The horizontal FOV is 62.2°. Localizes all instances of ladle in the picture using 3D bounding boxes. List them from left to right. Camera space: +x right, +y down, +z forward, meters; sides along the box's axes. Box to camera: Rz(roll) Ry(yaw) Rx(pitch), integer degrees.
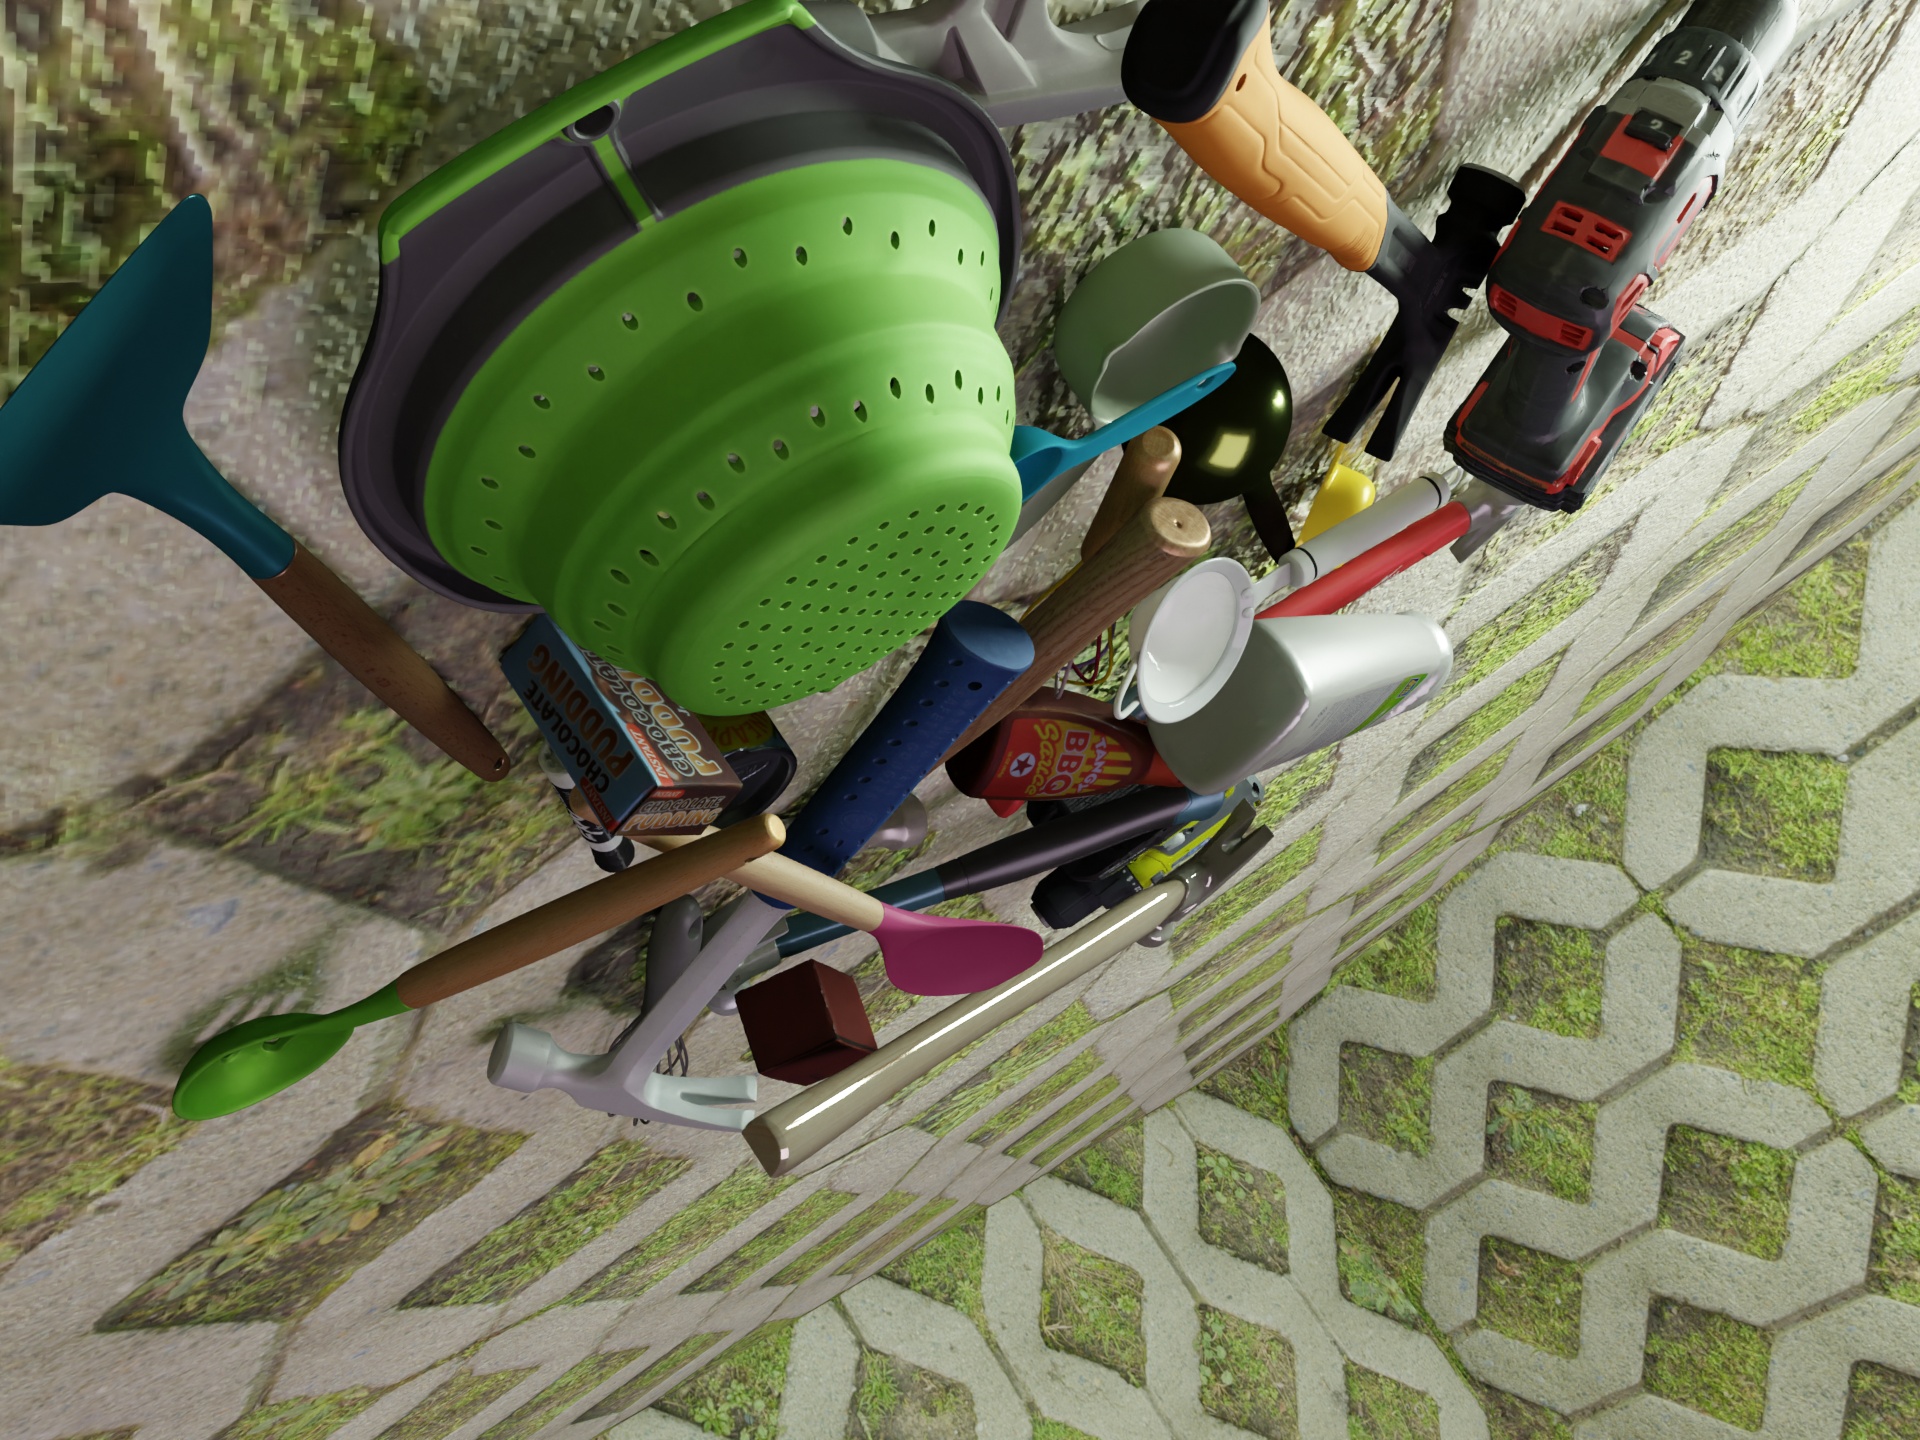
[{"bbox_3d":[0.140,-0.116,0.790,0.078,0.062,0.320,-51,165,7],"label":"ladle"}]

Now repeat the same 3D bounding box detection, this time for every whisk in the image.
[{"bbox_3d":[-0.173,0.167,0.906,0.055,0.055,0.238,-22,151,-32],"label":"whisk"},{"bbox_3d":[0.065,-0.066,0.724,0.051,0.047,0.245,-34,168,-17],"label":"whisk"}]

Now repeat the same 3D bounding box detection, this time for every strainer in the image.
[{"bbox_3d":[0.162,-0.073,0.800,0.258,0.050,0.086,-29,134,-22],"label":"strainer"}]

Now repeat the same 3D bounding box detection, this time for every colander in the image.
[{"bbox_3d":[-0.046,-0.046,0.511,0.204,0.094,0.397,-31,165,-5],"label":"colander"}]

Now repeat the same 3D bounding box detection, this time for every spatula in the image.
[{"bbox_3d":[-0.180,-0.030,0.458,0.082,0.044,0.317,-59,167,-15],"label":"spatula"}]

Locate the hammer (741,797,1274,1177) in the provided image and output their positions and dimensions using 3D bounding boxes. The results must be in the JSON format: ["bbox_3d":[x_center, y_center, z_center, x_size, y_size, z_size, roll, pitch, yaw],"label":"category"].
[{"bbox_3d":[0.038,0.159,0.963,0.410,0.038,0.146,-23,159,-44],"label":"hammer"}]

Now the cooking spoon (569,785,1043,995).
[{"bbox_3d":[-0.053,0.077,0.684,0.069,0.017,0.318,-32,147,18],"label":"cooking spoon"}]

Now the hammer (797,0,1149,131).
[{"bbox_3d":[0.058,-0.273,0.306,0.149,0.037,0.358,-23,157,-31],"label":"hammer"}]

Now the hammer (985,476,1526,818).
[{"bbox_3d":[0.180,-0.048,0.980,0.386,0.038,0.143,-30,170,-8],"label":"hammer"}]

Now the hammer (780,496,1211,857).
[{"bbox_3d":[-0.001,-0.002,0.734,0.130,0.031,0.331,-11,160,-38],"label":"hammer"}]

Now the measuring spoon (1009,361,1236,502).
[{"bbox_3d":[0.049,-0.110,0.578,0.128,0.021,0.042,-30,167,-25],"label":"measuring spoon"}]

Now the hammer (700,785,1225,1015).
[{"bbox_3d":[0.000,0.092,0.937,0.331,0.033,0.128,-19,157,-10],"label":"hammer"}]

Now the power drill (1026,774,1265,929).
[{"bbox_3d":[0.118,0.072,1.106,0.190,0.080,0.228,-36,162,2],"label":"power drill"}]

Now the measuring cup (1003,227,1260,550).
[{"bbox_3d":[0.046,-0.124,0.621,0.083,0.038,0.167,-14,157,-46],"label":"measuring cup"}]

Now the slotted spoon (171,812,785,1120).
[{"bbox_3d":[-0.197,0.098,0.626,0.314,0.031,0.070,-24,165,23],"label":"slotted spoon"}]

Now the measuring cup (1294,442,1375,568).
[{"bbox_3d":[0.211,-0.138,0.831,0.062,0.029,0.156,-57,167,-33],"label":"measuring cup"}]

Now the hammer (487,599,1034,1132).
[{"bbox_3d":[-0.087,0.088,0.749,0.144,0.035,0.405,21,132,-23],"label":"hammer"}]

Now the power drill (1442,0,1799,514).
[{"bbox_3d":[0.305,-0.215,0.737,0.188,0.080,0.226,-55,161,-7],"label":"power drill"}]

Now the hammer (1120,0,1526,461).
[{"bbox_3d":[0.129,-0.171,0.556,0.336,0.034,0.127,-4,123,-62],"label":"hammer"}]
